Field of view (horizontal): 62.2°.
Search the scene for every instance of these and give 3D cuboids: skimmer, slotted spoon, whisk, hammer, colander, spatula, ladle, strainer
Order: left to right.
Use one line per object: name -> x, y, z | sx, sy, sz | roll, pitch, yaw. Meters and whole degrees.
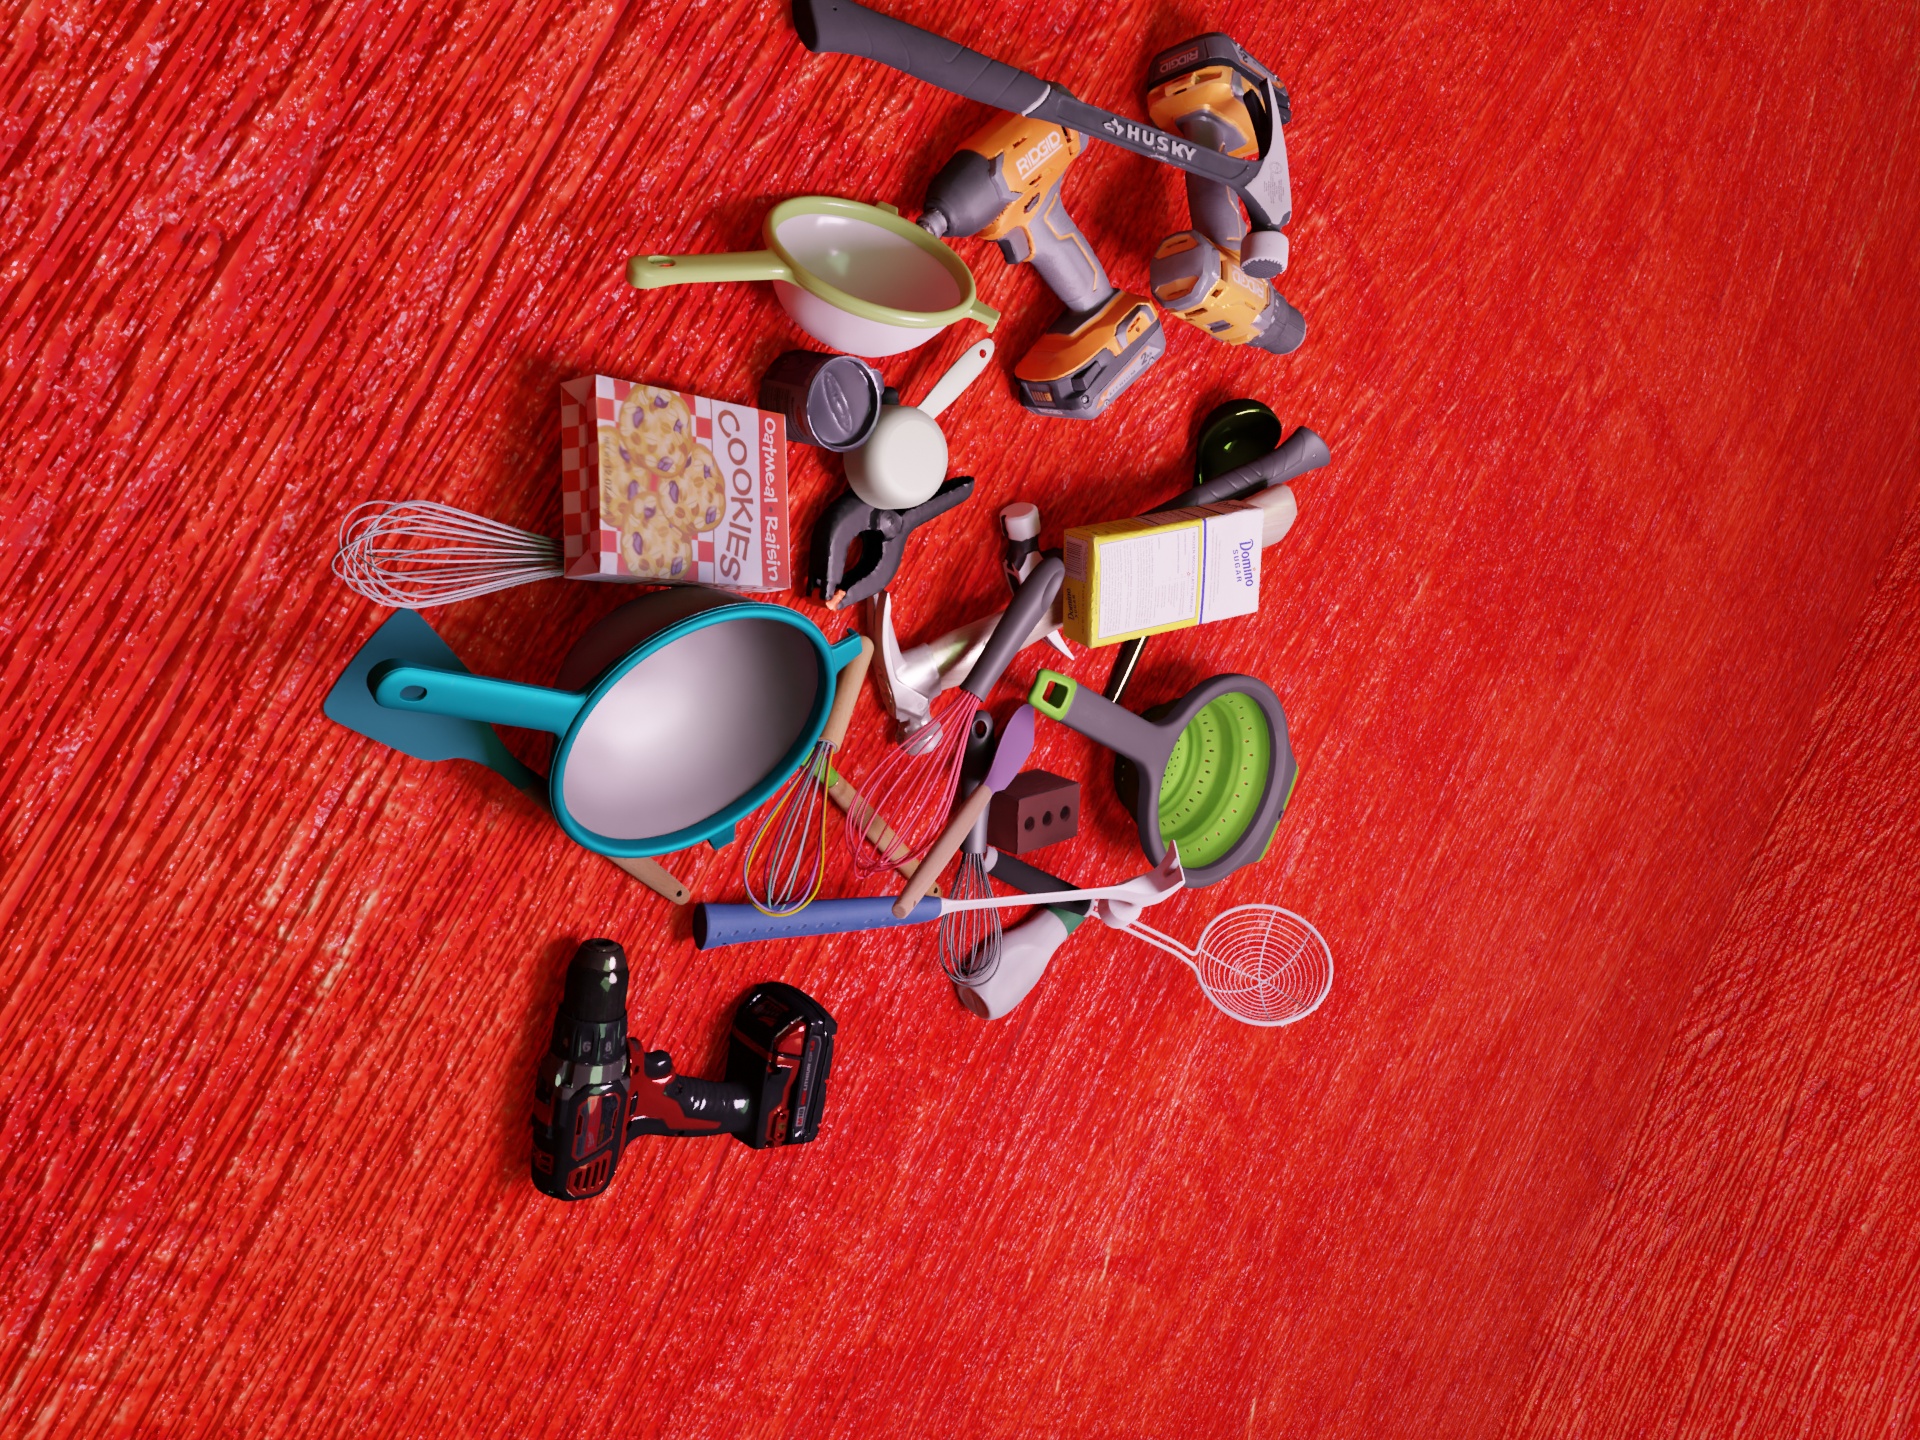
spatula -> -0.281, 0.047, 1.068 | 0.082, 0.044, 0.317 | -56, 139, -14
whisk -> -0.260, -0.104, 1.010 | 0.284, 0.070, 0.070 | -5, 108, -48
strainer -> -0.233, -0.023, 1.011 | 0.340, 0.095, 0.211 | 11, 120, -51
strainer -> -0.110, -0.280, 1.055 | 0.256, 0.152, 0.069 | -15, 144, -37
whisk -> -0.102, 0.038, 1.166 | 0.051, 0.047, 0.245 | 61, 37, -47
slotted spoon -> -0.088, 0.059, 1.257 | 0.070, 0.031, 0.313 | -56, 136, -19
hammer -> -0.008, 0.144, 1.259 | 0.405, 0.144, 0.035 | -2, 67, -25
whisk -> -0.002, -0.004, 1.237 | 0.073, 0.073, 0.296 | 40, 80, -45
spatula -> 0.010, 0.067, 1.269 | 0.316, 0.018, 0.059 | -52, 145, -56
whisk -> 0.013, 0.109, 1.352 | 0.055, 0.055, 0.239 | -4, 100, -44
hammer -> 0.072, -0.442, 1.135 | 0.408, 0.036, 0.149 | 10, 79, -27
hammer -> 0.110, -0.118, 1.317 | 0.410, 0.038, 0.146 | -26, 122, -21
colander -> 0.161, 0.022, 1.436 | 0.396, 0.095, 0.204 | 26, 86, -46
skimmer -> 0.180, 0.178, 1.445 | 0.363, 0.090, 0.127 | 27, 50, -26
hammer -> 0.187, -0.174, 1.384 | 0.335, 0.035, 0.146 | -26, 124, -20
ladle -> 0.202, -0.144, 1.447 | 0.078, 0.062, 0.320 | 23, 91, -42

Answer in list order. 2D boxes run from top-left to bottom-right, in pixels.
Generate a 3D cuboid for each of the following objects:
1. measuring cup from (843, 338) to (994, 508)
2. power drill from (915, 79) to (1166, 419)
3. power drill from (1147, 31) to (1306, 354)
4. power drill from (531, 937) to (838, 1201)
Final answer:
measuring cup -> -0.017, -0.225, 1.170 | 0.167, 0.038, 0.083 | -51, 123, -19
power drill -> 0.058, -0.345, 1.217 | 0.164, 0.084, 0.226 | -45, 127, -23
power drill -> 0.225, -0.417, 1.303 | 0.185, 0.084, 0.226 | 10, 77, -49
power drill -> -0.205, 0.246, 1.177 | 0.226, 0.080, 0.188 | 1, 104, -41
